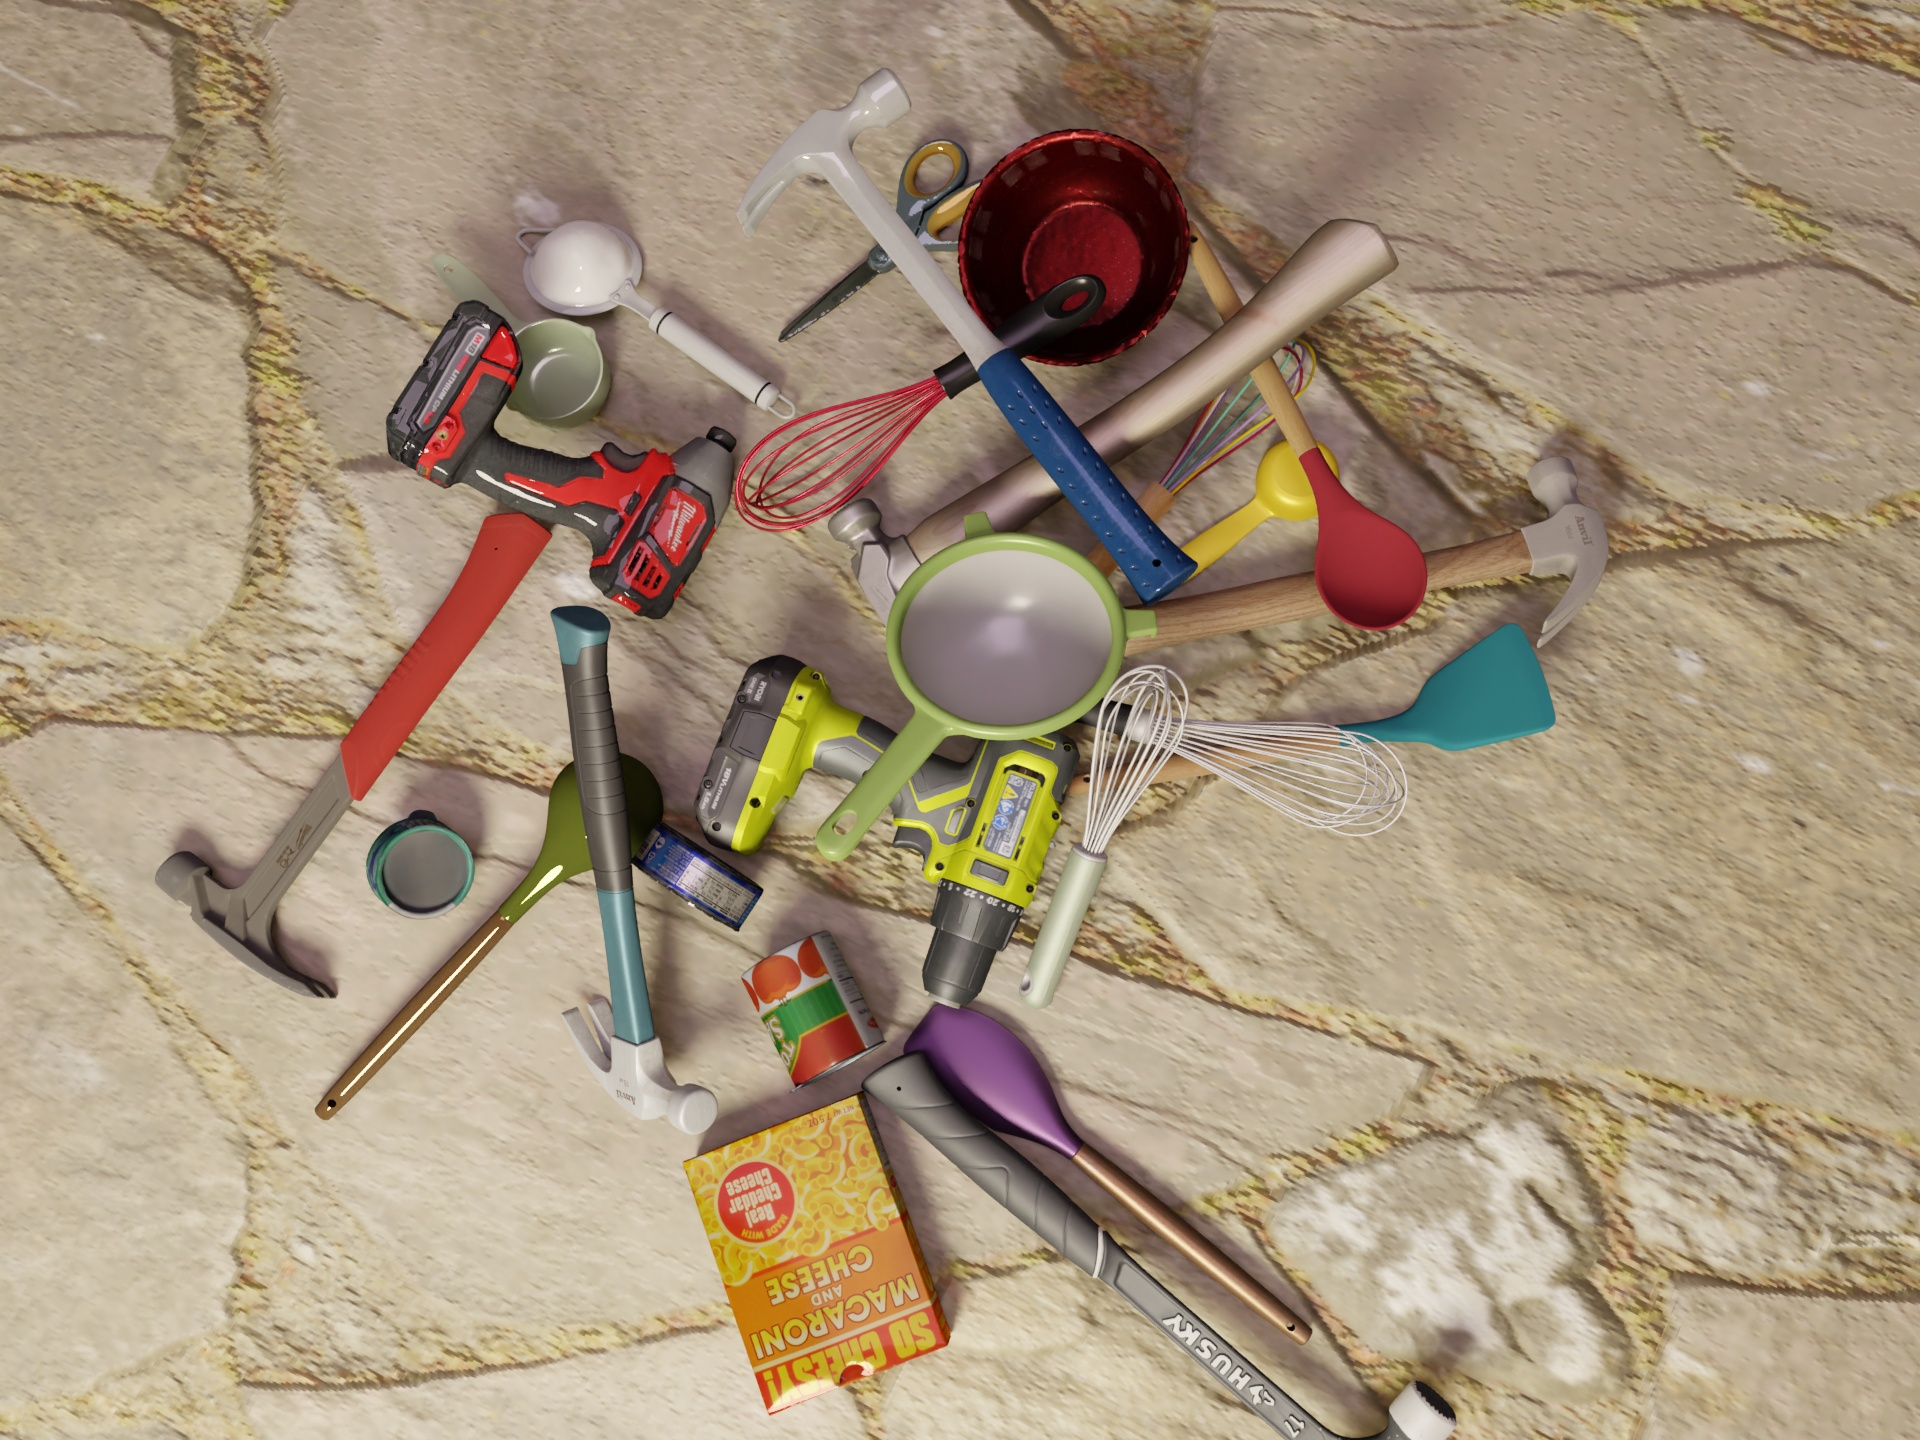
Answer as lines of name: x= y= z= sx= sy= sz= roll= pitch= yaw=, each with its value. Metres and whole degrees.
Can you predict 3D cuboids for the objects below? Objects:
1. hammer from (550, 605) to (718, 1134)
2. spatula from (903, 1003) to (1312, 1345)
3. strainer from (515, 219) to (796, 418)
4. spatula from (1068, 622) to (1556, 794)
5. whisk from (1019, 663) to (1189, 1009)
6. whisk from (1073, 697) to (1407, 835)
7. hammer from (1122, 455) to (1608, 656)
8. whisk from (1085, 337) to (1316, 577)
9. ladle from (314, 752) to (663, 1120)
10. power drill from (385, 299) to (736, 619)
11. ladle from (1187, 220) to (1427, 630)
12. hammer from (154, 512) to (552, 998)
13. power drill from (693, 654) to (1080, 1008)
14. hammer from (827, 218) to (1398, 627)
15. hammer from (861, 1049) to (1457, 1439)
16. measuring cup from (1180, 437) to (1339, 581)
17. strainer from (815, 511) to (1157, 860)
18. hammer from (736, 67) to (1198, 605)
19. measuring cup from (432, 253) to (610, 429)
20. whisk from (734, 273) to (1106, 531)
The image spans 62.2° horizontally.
hammer: x=-0.219 y=0.092 z=1.006 sx=0.128 sy=0.033 sz=0.331 roll=6 pitch=105 yaw=45
spatula: x=0.098 y=0.294 z=1.032 sx=0.316 sy=0.018 sz=0.060 roll=38 pitch=88 yaw=10
strainer: x=-0.222 y=-0.296 z=1.149 sx=0.258 sy=0.050 sz=0.087 roll=36 pitch=70 yaw=6
spatula: x=0.226 y=0.009 z=1.062 sx=0.317 sy=0.044 sz=0.082 roll=-11 pitch=60 yaw=3
whisk: x=0.087 y=0.078 z=1.023 sx=0.059 sy=0.058 sz=0.246 roll=13 pitch=106 yaw=-20
whisk: x=0.150 y=0.013 z=1.038 sx=0.285 sy=0.070 sz=0.070 roll=16 pitch=81 yaw=23
hammer: x=0.265 y=-0.088 z=1.071 sx=0.331 sy=0.031 sz=0.130 roll=-11 pitch=58 yaw=6
whisk: x=0.158 y=-0.173 z=1.100 sx=0.047 sy=0.051 sz=0.245 roll=42 pitch=88 yaw=4
ladle: x=-0.323 y=0.148 z=1.080 sx=0.078 sy=0.062 sz=0.320 roll=43 pitch=92 yaw=-10
power drill: x=-0.264 y=-0.181 z=1.083 sx=0.219 sy=0.078 sz=0.143 roll=32 pitch=80 yaw=-16
ladle: x=0.218 y=-0.200 z=1.057 sx=0.069 sy=0.031 sz=0.315 roll=-27 pitch=78 yaw=10
hammer: x=-0.395 y=0.011 z=1.106 sx=0.149 sy=0.036 sz=0.359 roll=34 pitch=84 yaw=9
power drill: x=-0.053 y=0.068 z=1.054 sx=0.228 sy=0.080 sz=0.190 roll=20 pitch=83 yaw=5
hammer: x=0.111 y=-0.186 z=1.060 sx=0.410 sy=0.038 sz=0.146 roll=-34 pitch=81 yaw=12
hammer: x=0.100 y=0.353 z=1.004 sx=0.409 sy=0.036 sz=0.149 roll=38 pitch=98 yaw=11
measuring cup: x=0.195 y=-0.140 z=1.096 sx=0.156 sy=0.029 sz=0.062 roll=-37 pitch=80 yaw=-5
strainer: x=-0.002 y=-0.003 z=1.000 sx=0.151 sy=0.069 sz=0.256 roll=32 pitch=70 yaw=20
hammer: x=0.010 y=-0.241 z=1.045 sx=0.144 sy=0.035 sz=0.406 roll=-36 pitch=79 yaw=-1
measuring cup: x=-0.321 y=-0.277 z=1.153 sx=0.083 sy=0.038 sz=0.168 roll=-45 pitch=78 yaw=-4
whisk: x=-0.030 y=-0.220 z=1.090 sx=0.296 sy=0.073 sz=0.073 roll=-31 pitch=79 yaw=7
